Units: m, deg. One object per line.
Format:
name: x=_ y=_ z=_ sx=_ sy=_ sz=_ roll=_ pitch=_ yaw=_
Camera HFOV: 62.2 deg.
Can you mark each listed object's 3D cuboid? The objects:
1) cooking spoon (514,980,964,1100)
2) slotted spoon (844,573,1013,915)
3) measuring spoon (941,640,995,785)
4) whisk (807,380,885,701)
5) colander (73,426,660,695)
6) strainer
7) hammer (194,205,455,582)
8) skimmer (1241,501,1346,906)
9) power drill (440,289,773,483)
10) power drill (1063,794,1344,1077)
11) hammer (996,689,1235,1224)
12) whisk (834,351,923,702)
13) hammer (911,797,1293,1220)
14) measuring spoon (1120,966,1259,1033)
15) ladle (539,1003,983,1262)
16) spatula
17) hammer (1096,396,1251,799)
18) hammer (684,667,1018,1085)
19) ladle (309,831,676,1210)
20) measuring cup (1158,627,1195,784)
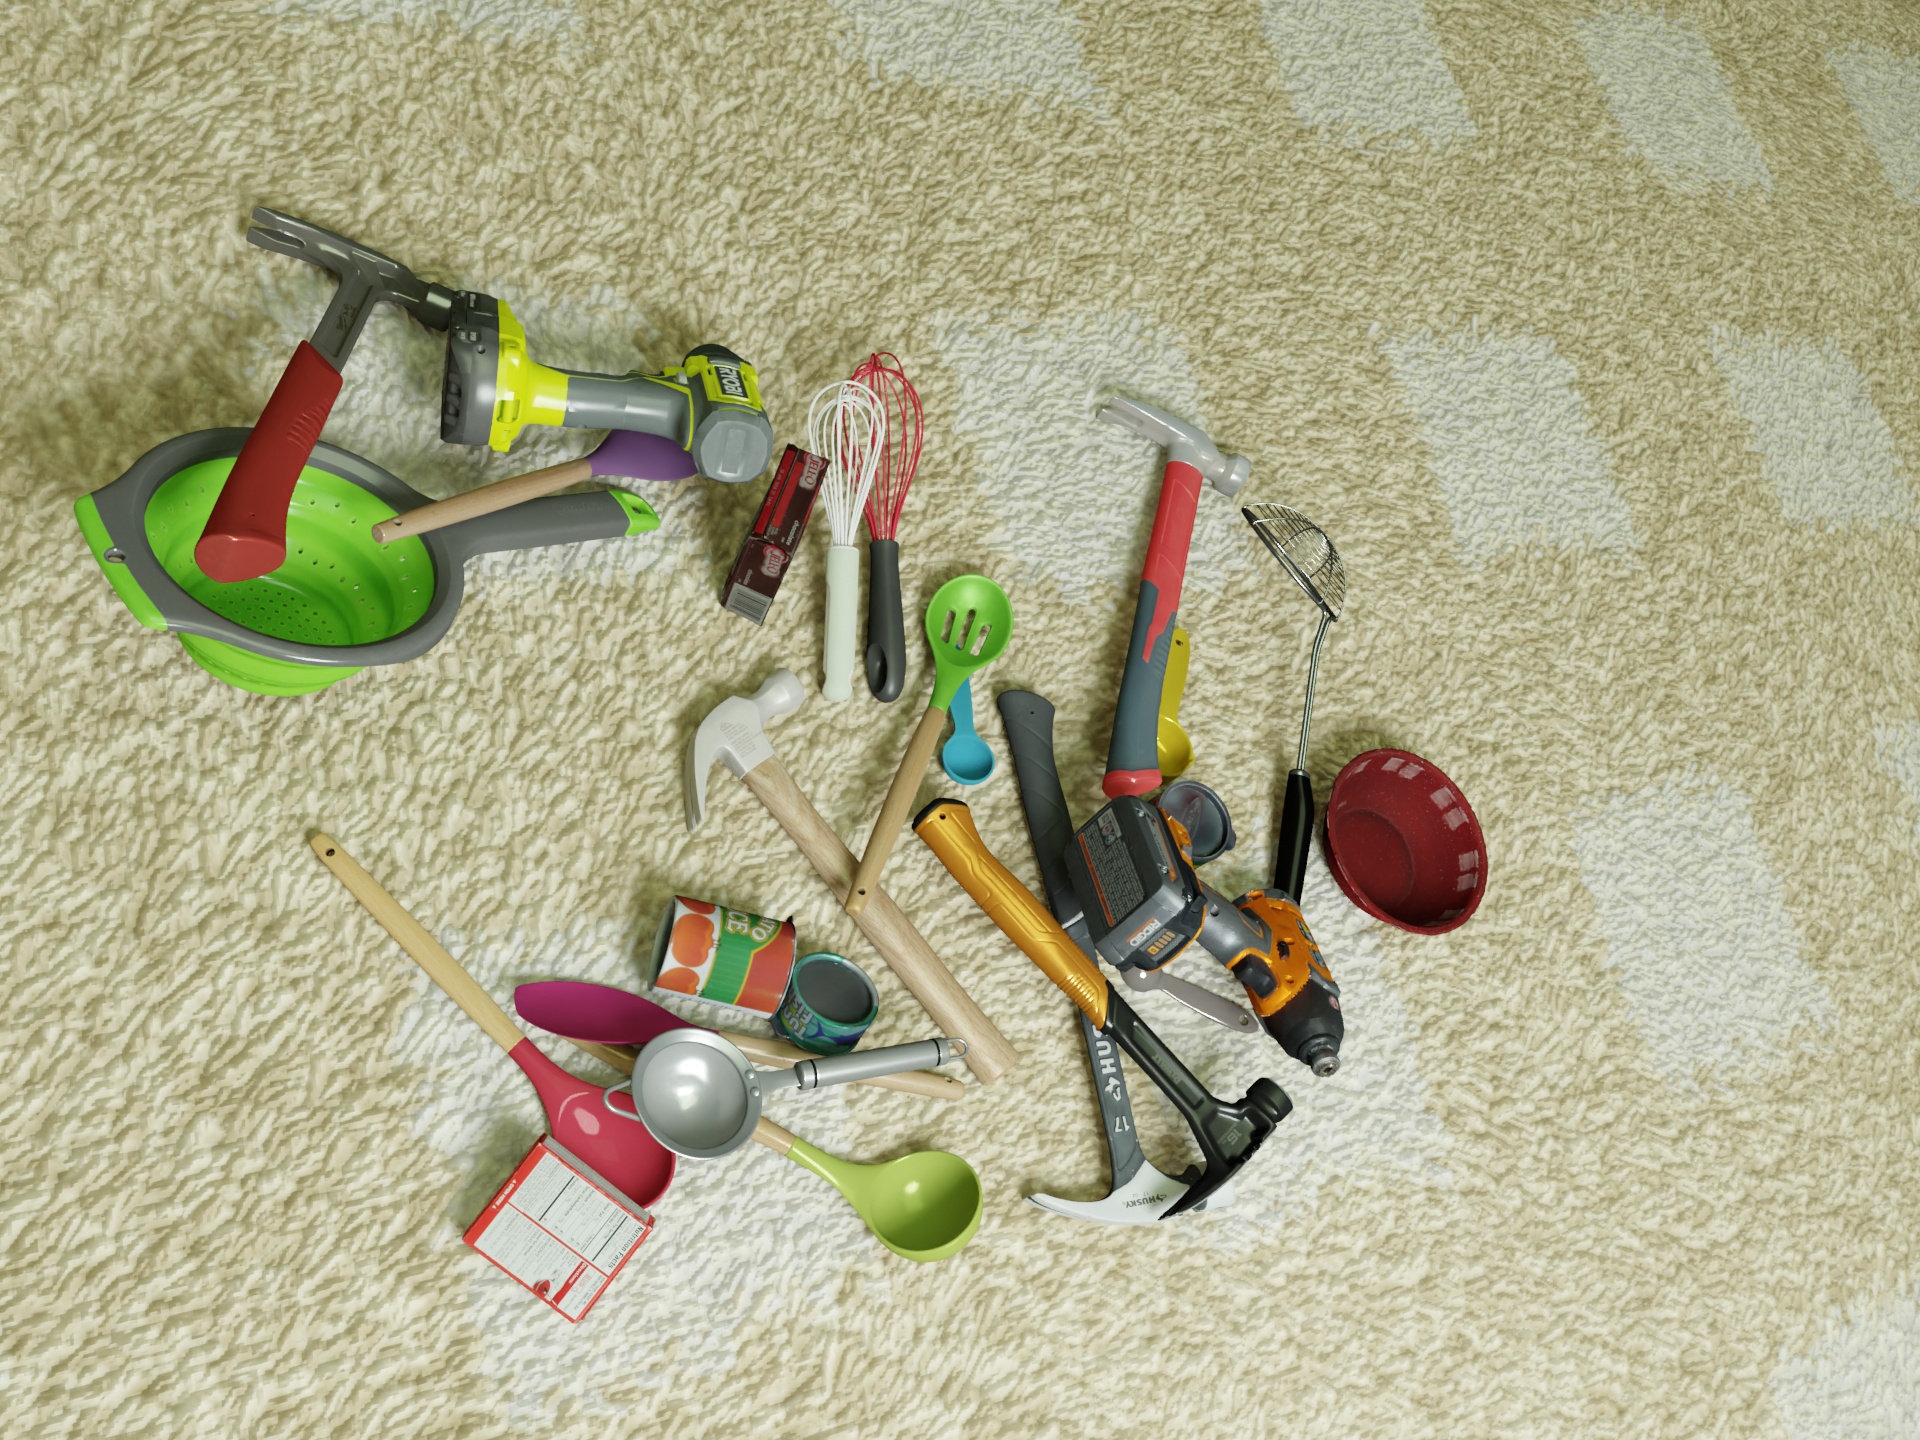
cooking spoon: x=-0.139 y=0.219 z=1.056 sx=0.318 sy=0.069 sz=0.017 roll=17 pitch=106 yaw=-23
slotted spoon: x=-0.028 y=0.013 z=1.182 sx=0.070 sy=0.031 sz=0.314 roll=24 pitch=54 yaw=-4
measuring spoon: x=-0.002 y=-0.004 z=1.235 sx=0.042 sy=0.021 sz=0.129 roll=3 pitch=58 yaw=-19
whisk: x=-0.090 y=-0.136 z=1.202 sx=0.059 sy=0.058 sz=0.246 roll=2 pitch=85 yaw=-2
colander: x=-0.375 y=-0.098 z=1.063 sx=0.397 sy=0.094 sz=0.205 roll=-16 pitch=60 yaw=-48
strainer: x=-0.108 y=0.231 z=1.020 sx=0.258 sy=0.050 sz=0.087 roll=-3 pitch=58 yaw=-29
hammer: x=-0.434 y=-0.216 z=1.032 sx=0.149 sy=0.036 sz=0.359 roll=20 pitch=39 yaw=-20
skimmer: x=0.266 y=-0.012 z=1.345 sx=0.127 sy=0.090 sz=0.363 roll=30 pitch=65 yaw=-52
power drill: x=-0.257 y=-0.243 z=1.153 sx=0.223 sy=0.080 sz=0.171 roll=5 pitch=33 yaw=-20
power drill: x=0.189 y=0.162 z=1.149 sx=0.226 sy=0.084 sz=0.164 roll=32 pitch=25 yaw=-31
hammer: x=0.083 y=0.167 z=1.182 sx=0.149 sy=0.036 sz=0.409 roll=-6 pitch=69 yaw=-18
whisk: x=-0.060 y=-0.155 z=1.247 sx=0.073 sy=0.073 sz=0.296 roll=5 pitch=71 yaw=-23
hammer: x=0.081 y=0.191 z=1.133 sx=0.127 sy=0.034 sz=0.337 roll=-38 pitch=81 yaw=-27
measuring spoon: x=0.179 y=0.209 z=1.221 sx=0.124 sy=0.018 sz=0.034 roll=27 pitch=60 yaw=-10
ladle: x=-0.130 y=0.260 z=1.035 sx=0.320 sy=0.062 sz=0.078 roll=30 pitch=44 yaw=-7
spatula: x=-0.281 y=-0.170 z=1.119 sx=0.060 sy=0.018 sz=0.316 roll=51 pitch=39 yaw=5
hammer: x=0.150 y=-0.106 z=1.313 sx=0.143 sy=0.038 sz=0.387 roll=24 pitch=55 yaw=-13
hammer: x=-0.075 y=0.123 z=1.133 sx=0.130 sy=0.031 sz=0.331 roll=-37 pitch=87 yaw=-33
ladle: x=-0.299 y=0.187 z=1.004 sx=0.315 sy=0.031 sz=0.069 roll=46 pitch=68 yaw=1
measuring cup: x=0.167 y=-0.012 z=1.313 sx=0.062 sy=0.029 sz=0.157 roll=24 pitch=52 yaw=-11
